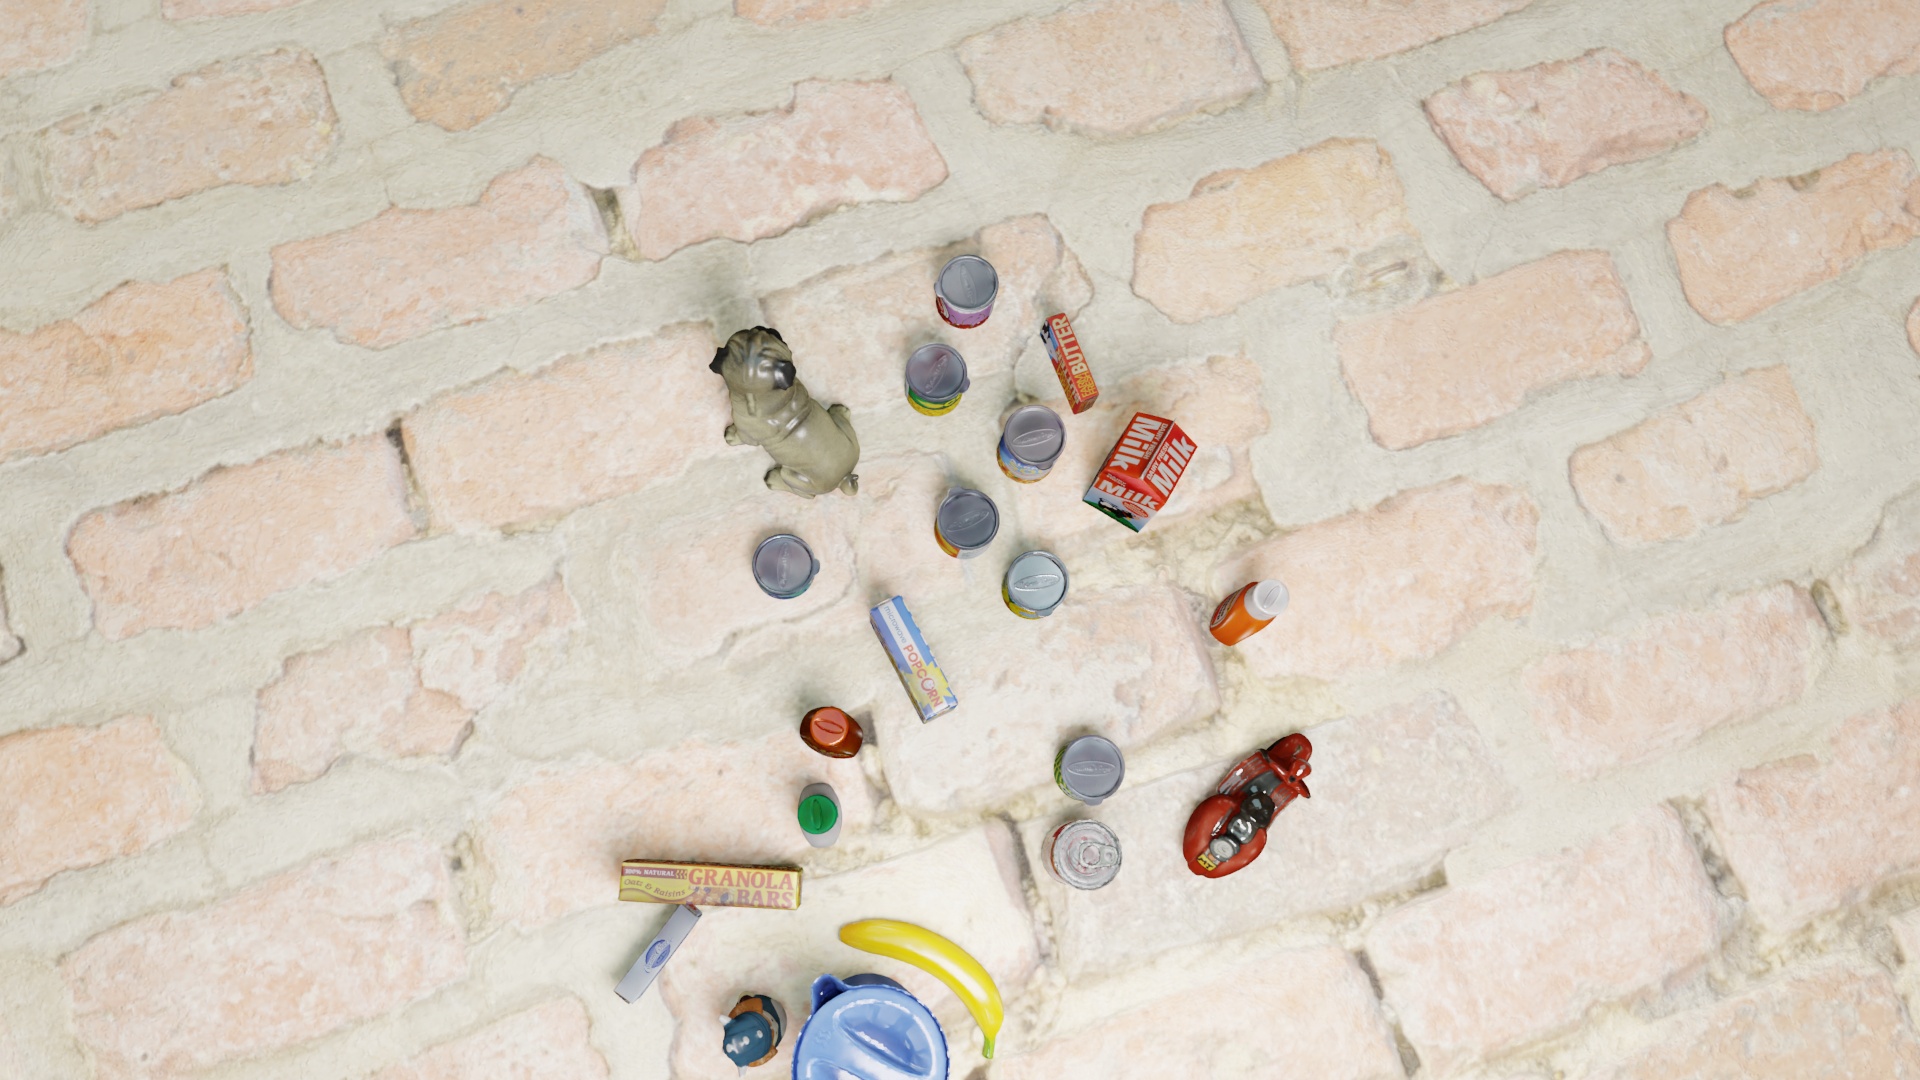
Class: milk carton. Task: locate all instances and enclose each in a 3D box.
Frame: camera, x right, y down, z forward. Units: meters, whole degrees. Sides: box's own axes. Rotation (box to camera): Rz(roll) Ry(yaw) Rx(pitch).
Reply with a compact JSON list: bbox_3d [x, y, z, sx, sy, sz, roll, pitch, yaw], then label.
[{"bbox_3d":[0.186,-0.072,1.433,0.073,0.190,0.072,30,78,2],"label":"milk carton"}]

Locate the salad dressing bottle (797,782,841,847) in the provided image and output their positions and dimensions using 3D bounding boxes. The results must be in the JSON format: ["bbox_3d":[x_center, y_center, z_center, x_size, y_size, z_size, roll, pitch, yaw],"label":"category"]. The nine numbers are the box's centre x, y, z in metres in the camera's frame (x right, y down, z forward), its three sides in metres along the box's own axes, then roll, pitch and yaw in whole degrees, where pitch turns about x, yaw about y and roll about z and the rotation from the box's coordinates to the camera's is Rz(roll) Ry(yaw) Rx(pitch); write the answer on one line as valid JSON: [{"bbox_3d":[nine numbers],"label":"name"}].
[{"bbox_3d":[-0.138,0.267,1.354,0.044,0.147,0.064,-7,79,-6],"label":"salad dressing bottle"}]

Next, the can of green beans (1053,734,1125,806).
[{"bbox_3d":[0.132,0.235,1.429,0.071,0.057,0.071,1,78,-4],"label":"can of green beans"}]

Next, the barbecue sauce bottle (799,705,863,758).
[{"bbox_3d":[-0.128,0.188,1.372,0.065,0.148,0.044,19,77,0],"label":"barbecue sauce bottle"}]

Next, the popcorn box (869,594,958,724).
[{"bbox_3d":[-0.049,0.123,1.425,0.038,0.085,0.127,-27,81,-9],"label":"popcorn box"}]

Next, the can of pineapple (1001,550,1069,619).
[{"bbox_3d":[0.078,0.050,1.466,0.071,0.057,0.071,1,78,-4],"label":"can of pineapple"}]

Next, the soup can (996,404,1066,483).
[{"bbox_3d":[0.075,-0.099,1.485,0.071,0.083,0.071,1,78,-4],"label":"soup can"}]

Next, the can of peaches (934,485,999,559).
[{"bbox_3d":[0.005,-0.018,1.475,0.071,0.058,0.071,1,78,-4],"label":"can of peaches"}]

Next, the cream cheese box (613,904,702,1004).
[{"bbox_3d":[-0.294,0.402,1.360,0.024,0.053,0.104,37,77,4],"label":"cream cheese box"}]

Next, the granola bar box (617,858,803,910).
[{"bbox_3d":[-0.237,0.331,1.344,0.166,0.124,0.039,4,78,-4],"label":"granola bar box"}]

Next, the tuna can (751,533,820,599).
[{"bbox_3d":[-0.183,0.028,1.463,0.071,0.032,0.071,1,78,-4],"label":"tuna can"}]

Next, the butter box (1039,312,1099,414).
[{"bbox_3d":[0.120,-0.194,1.526,0.024,0.053,0.103,-20,80,-8],"label":"butter box"}]

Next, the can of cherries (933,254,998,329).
[{"bbox_3d":[0.004,-0.273,1.532,0.071,0.058,0.071,1,78,-4],"label":"can of cherries"}]

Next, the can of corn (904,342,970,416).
[{"bbox_3d":[-0.025,-0.172,1.507,0.071,0.058,0.071,1,78,-4],"label":"can of corn"}]

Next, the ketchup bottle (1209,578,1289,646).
[{"bbox_3d":[0.301,0.070,1.432,0.043,0.148,0.065,36,78,4],"label":"ketchup bottle"}]
